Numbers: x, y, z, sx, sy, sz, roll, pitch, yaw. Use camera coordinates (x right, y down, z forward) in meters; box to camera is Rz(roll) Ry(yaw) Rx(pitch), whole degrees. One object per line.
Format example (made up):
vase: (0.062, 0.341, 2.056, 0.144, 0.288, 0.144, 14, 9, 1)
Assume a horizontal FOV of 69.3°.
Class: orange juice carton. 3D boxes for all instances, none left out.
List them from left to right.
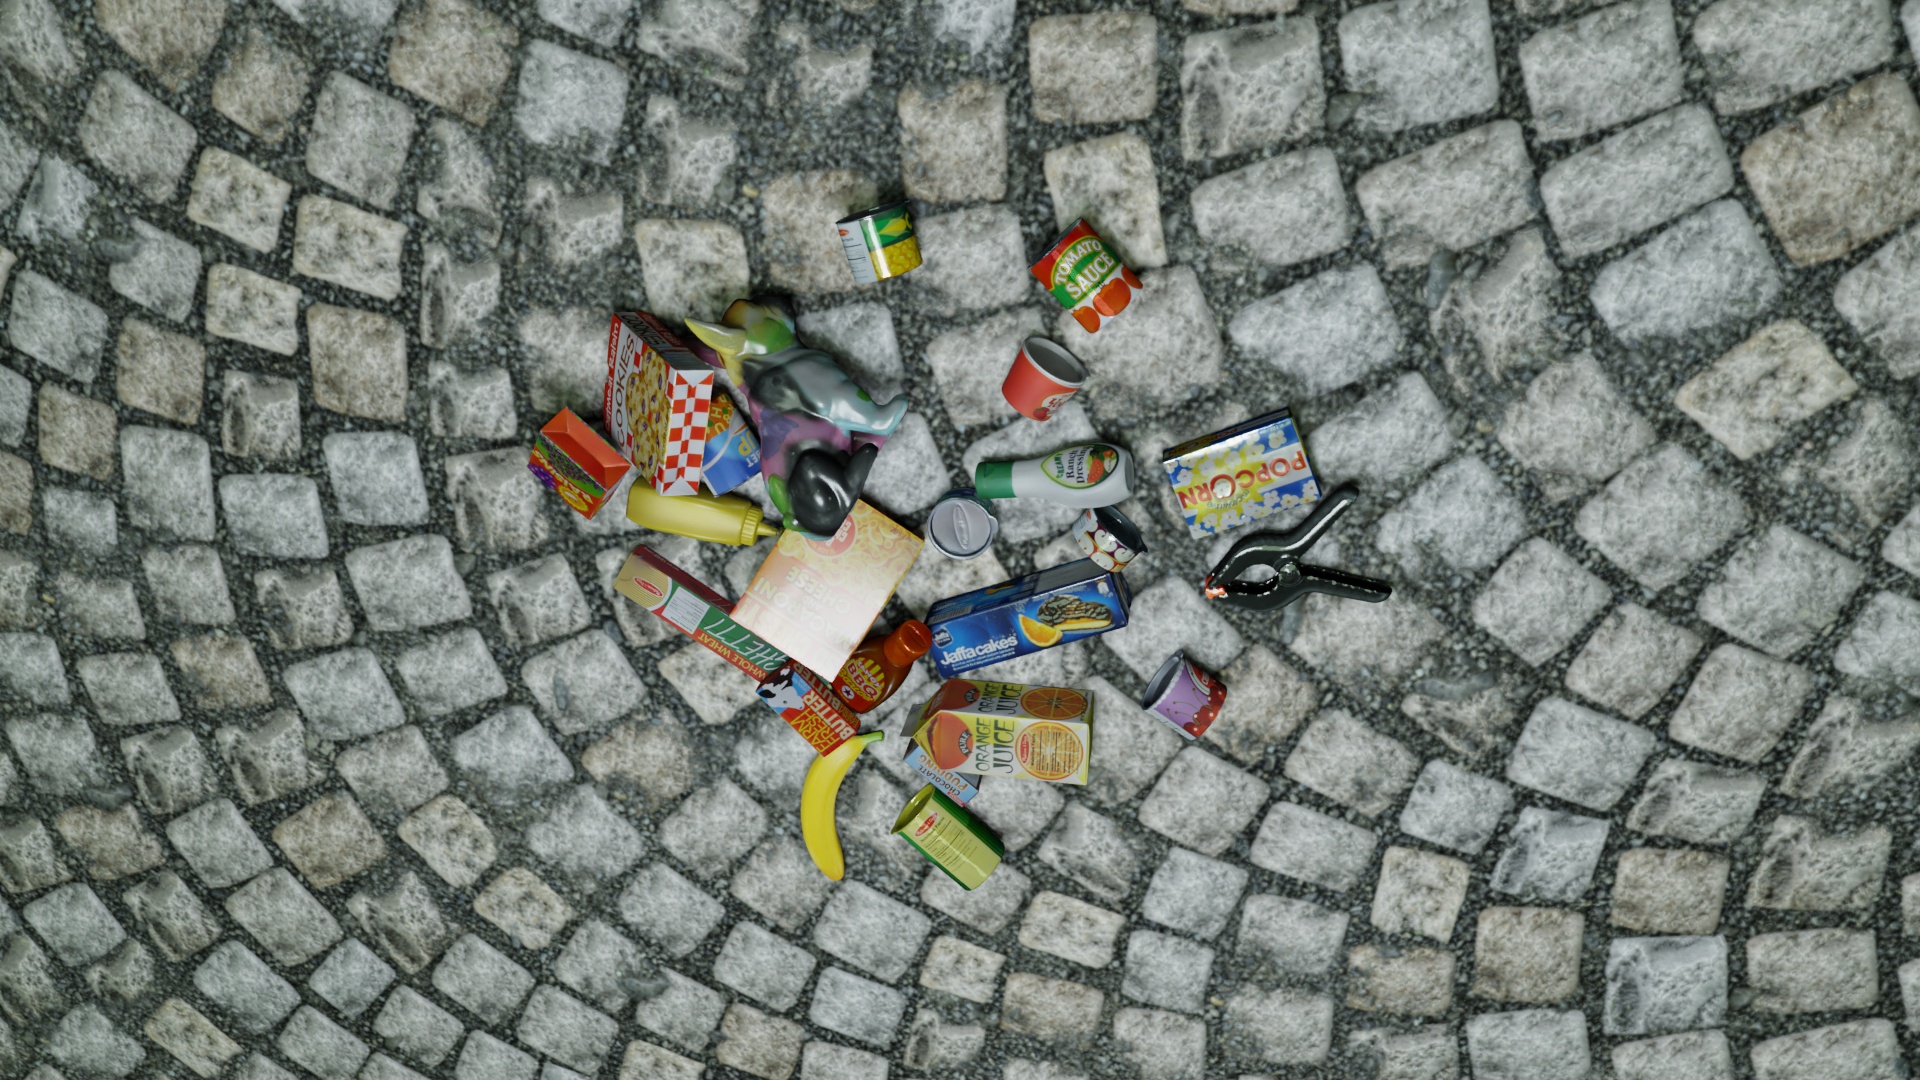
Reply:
orange juice carton: (0.038, 0.193, 1.420, 0.193, 0.072, 0.072, 4, 112, 9)

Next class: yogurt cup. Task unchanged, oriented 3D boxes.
yogurt cup: (0.074, -0.147, 1.282, 0.072, 0.073, 0.053, 33, 122, -4)

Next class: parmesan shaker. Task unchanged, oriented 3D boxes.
parmesan shaker: (-0.013, 0.318, 1.482, 0.103, 0.071, 0.071, 42, 113, -8)

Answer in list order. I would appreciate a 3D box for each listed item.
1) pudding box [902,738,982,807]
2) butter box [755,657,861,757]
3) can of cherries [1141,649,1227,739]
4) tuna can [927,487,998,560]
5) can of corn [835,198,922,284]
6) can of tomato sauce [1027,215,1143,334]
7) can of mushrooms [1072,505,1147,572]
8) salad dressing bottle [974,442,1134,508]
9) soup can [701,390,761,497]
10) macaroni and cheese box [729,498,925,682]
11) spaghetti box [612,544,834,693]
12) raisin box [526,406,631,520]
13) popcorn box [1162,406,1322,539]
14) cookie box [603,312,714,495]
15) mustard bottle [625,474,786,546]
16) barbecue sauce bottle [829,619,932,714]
pudding box: (-0.017, 0.235, 1.459, 0.083, 0.050, 0.030, 40, 111, -8)
butter box: (-0.157, 0.173, 1.440, 0.053, 0.024, 0.103, -40, 102, 23)
can of cherries: (0.223, 0.153, 1.373, 0.058, 0.072, 0.071, 33, 114, -4)
tuna can: (0.005, -0.017, 1.362, 0.071, 0.033, 0.070, 4, 112, 9)
can of corn: (-0.071, -0.271, 1.258, 0.071, 0.071, 0.058, -12, 110, 15)
can of tomato sauce: (0.112, -0.235, 1.235, 0.071, 0.071, 0.083, -40, 100, 22)
can of mushrooms: (0.142, -0.002, 1.325, 0.071, 0.071, 0.033, 41, 114, -7)
salad dressing bottle: (0.088, -0.060, 1.318, 0.147, 0.064, 0.043, -3, 146, 19)
soup can: (-0.232, -0.096, 1.357, 0.071, 0.071, 0.083, -26, 105, 19)
macaroni and cheese box: (-0.131, 0.037, 1.373, 0.124, 0.040, 0.166, 33, 90, -4)
spaghetti box: (-0.245, 0.095, 1.455, 0.250, 0.029, 0.050, 34, 113, -4)
raisin box: (-0.377, -0.073, 1.369, 0.086, 0.040, 0.123, 42, 155, -9)
popcorn box: (0.262, -0.062, 1.294, 0.126, 0.038, 0.085, -19, 108, 17)
cookie box: (-0.289, -0.132, 1.308, 0.040, 0.168, 0.122, -4, 118, -33)
mustard bottle: (-0.251, -0.025, 1.391, 0.160, 0.065, 0.048, 15, 110, 0)
barbecue sauce bottle: (-0.078, 0.123, 1.394, 0.065, 0.044, 0.148, 50, 140, 1)
